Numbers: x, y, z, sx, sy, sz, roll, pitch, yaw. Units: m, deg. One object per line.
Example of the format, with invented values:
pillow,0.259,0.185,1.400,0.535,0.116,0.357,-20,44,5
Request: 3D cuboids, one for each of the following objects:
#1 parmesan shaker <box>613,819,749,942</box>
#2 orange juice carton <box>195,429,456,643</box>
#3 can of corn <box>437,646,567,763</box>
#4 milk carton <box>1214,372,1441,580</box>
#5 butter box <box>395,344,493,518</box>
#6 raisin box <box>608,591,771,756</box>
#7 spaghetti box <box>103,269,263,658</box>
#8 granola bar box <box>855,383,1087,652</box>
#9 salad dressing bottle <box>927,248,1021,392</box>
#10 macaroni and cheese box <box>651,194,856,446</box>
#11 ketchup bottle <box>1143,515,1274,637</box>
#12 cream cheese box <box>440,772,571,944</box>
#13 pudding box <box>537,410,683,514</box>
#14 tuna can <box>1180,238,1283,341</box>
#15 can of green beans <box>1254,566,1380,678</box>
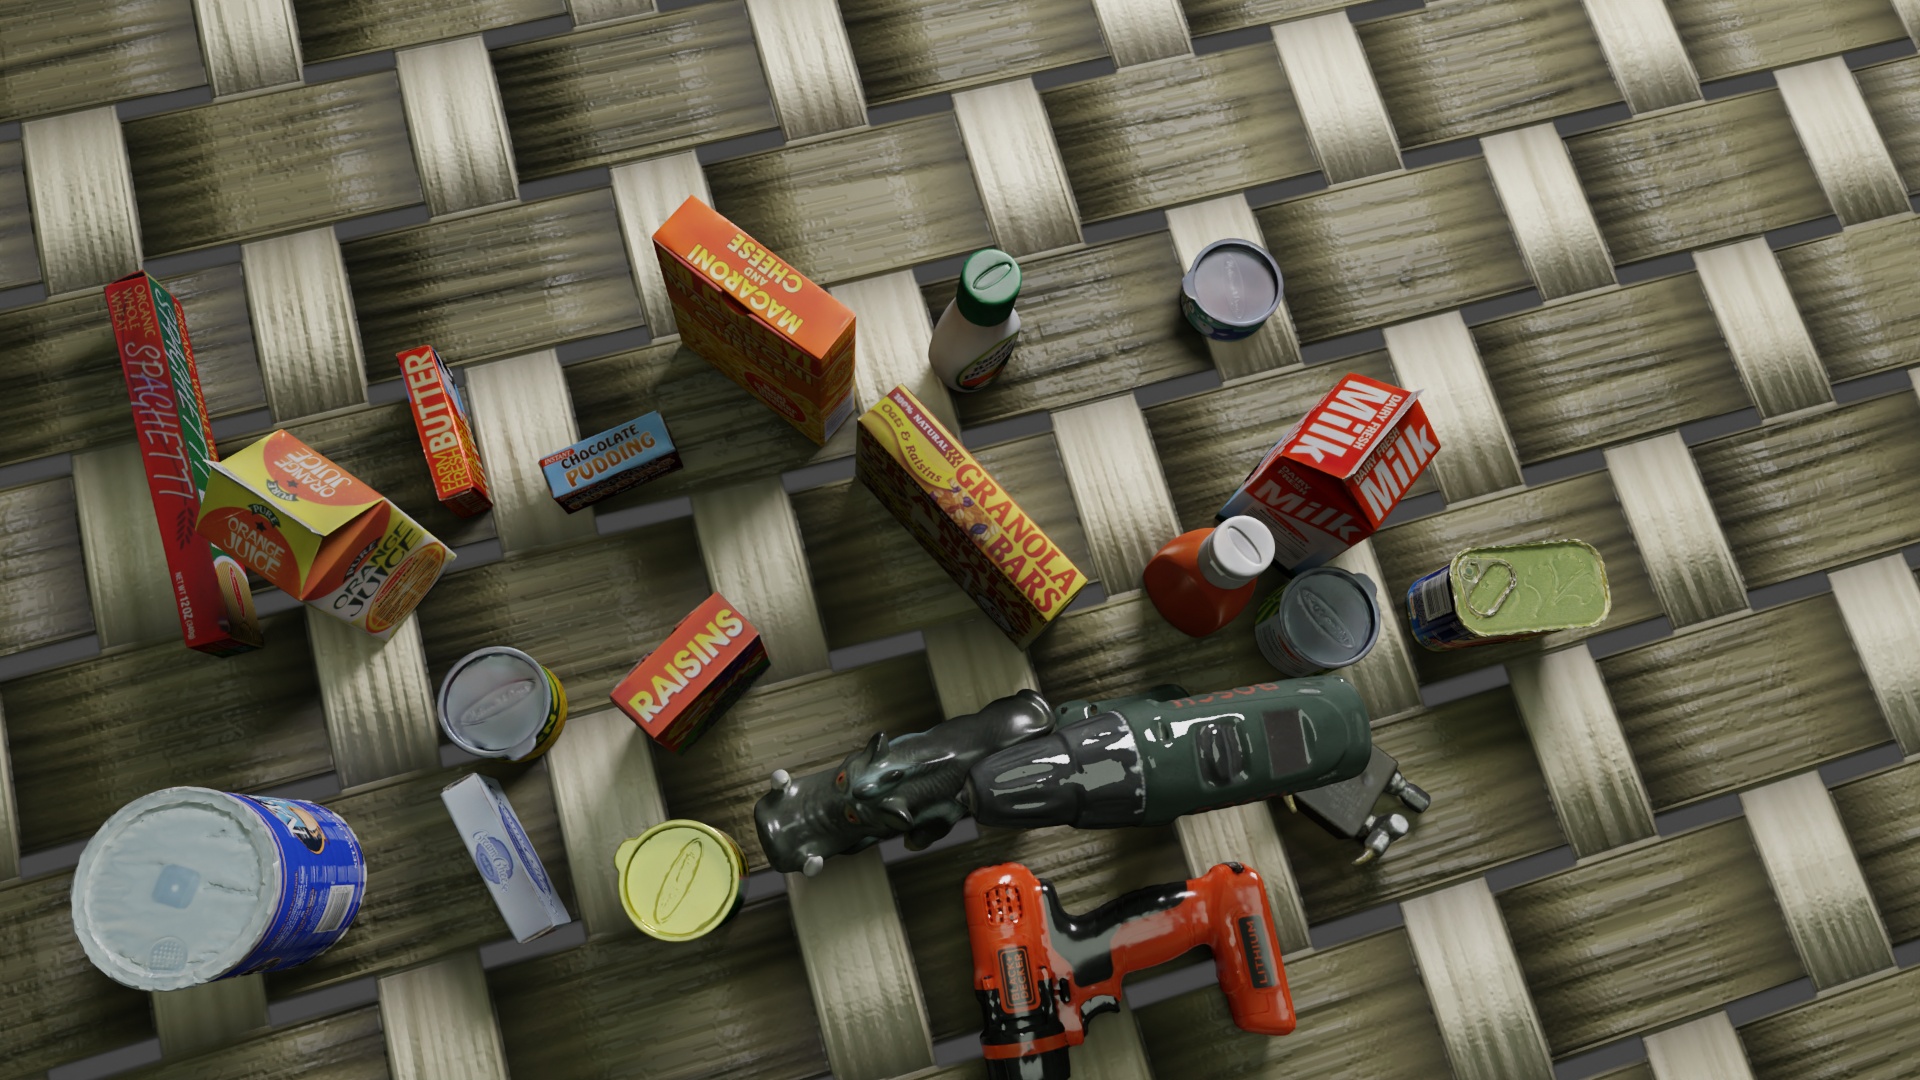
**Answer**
parmesan shaker,-0.162,0.198,0.818,0.071,0.103,0.071,1,77,-4
orange juice carton,-0.367,-0.002,0.803,0.072,0.192,0.073,34,77,3
can of corn,-0.279,0.104,0.854,0.071,0.058,0.071,1,77,-4
milk carton,0.230,-0.040,0.863,0.073,0.190,0.072,40,77,5
butter box,-0.331,-0.069,0.894,0.024,0.053,0.103,-19,79,-9
raisin box,-0.159,0.082,0.836,0.040,0.123,0.086,44,77,6
spaghetti box,-0.491,-0.048,0.877,0.029,0.050,0.250,-18,79,-8
granola bar box,0.003,-0.011,0.871,0.039,0.124,0.165,-42,83,-12
salad dressing bottle,0.012,-0.140,0.891,0.064,0.147,0.044,-35,82,-11
macaroni and cheese box,-0.124,-0.131,0.868,0.124,0.166,0.040,36,77,4
ketchup bottle,0.156,0.020,0.864,0.043,0.148,0.065,-38,83,-12
cream cheese box,-0.273,0.191,0.836,0.024,0.053,0.104,-30,81,-10
pudding box,-0.225,-0.050,0.900,0.084,0.049,0.030,-24,80,-10
tuna can,0.187,-0.175,0.973,0.071,0.032,0.071,1,76,-5
can of green beans,0.232,0.055,0.909,0.071,0.057,0.071,1,77,-4
